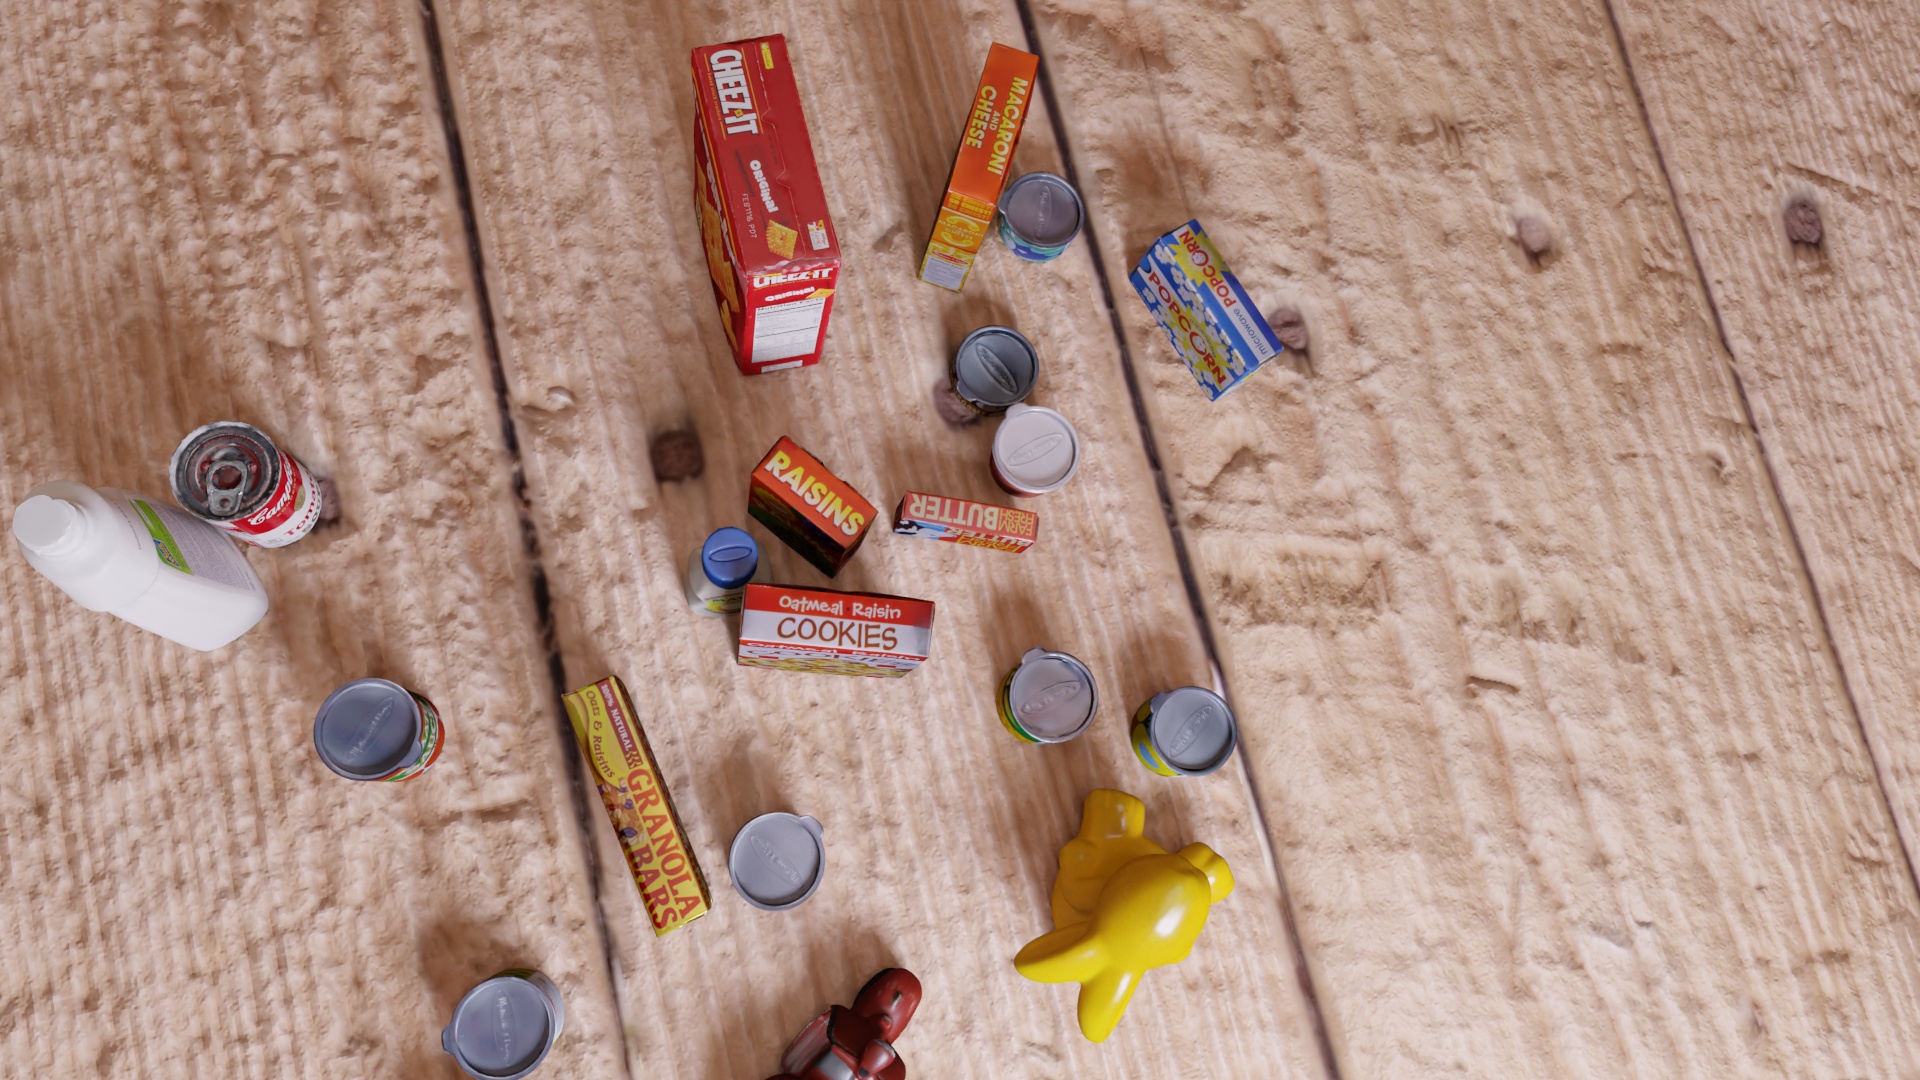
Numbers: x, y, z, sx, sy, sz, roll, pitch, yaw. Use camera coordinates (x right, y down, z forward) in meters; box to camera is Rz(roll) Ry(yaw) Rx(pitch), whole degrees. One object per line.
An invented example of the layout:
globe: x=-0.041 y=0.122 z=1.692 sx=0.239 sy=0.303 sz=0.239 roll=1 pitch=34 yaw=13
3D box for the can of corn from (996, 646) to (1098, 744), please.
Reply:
can of corn: x=0.062 y=0.116 z=1.030 sx=0.071 sy=0.058 sz=0.071 roll=2 pitch=78 yaw=-9

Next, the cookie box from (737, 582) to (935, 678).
cookie box: x=-0.090 y=0.065 z=0.959 sx=0.123 sy=0.167 sz=0.040 roll=6 pitch=78 yaw=-8

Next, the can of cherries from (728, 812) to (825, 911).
can of cherries: x=-0.127 y=0.223 z=0.976 sx=0.071 sy=0.058 sz=0.071 roll=2 pitch=78 yaw=-9

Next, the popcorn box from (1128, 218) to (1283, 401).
popcorn box: x=0.193 y=-0.180 z=1.100 sx=0.038 sy=0.085 sz=0.127 roll=-32 pitch=85 yaw=-14

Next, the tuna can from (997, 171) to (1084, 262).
tuna can: x=0.062 y=-0.261 z=1.122 sx=0.071 sy=0.032 sz=0.071 roll=2 pitch=78 yaw=-9

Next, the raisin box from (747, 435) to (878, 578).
raisin box: x=-0.107 y=-0.022 z=0.996 sx=0.086 sy=0.123 sz=0.040 roll=39 pitch=76 yaw=0

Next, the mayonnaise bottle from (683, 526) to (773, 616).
mayonnaise bottle: x=-0.161 y=0.023 z=0.965 sx=0.065 sy=0.147 sz=0.041 roll=-9 pitch=81 yaw=-11

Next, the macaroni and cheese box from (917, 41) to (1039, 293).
macaroni and cheese box: x=0.012 y=-0.276 z=1.048 sx=0.040 sy=0.166 sz=0.124 roll=17 pitch=77 yaw=-6

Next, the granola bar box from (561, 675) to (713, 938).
granola bar box: x=-0.215 y=0.177 z=0.936 sx=0.039 sy=0.124 sz=0.165 roll=-22 pitch=83 yaw=-13

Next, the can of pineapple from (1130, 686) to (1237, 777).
can of pineapple: x=0.165 y=0.143 z=1.042 sx=0.071 sy=0.057 sz=0.071 roll=2 pitch=78 yaw=-9

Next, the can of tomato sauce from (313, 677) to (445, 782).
can of tomato sauce: x=-0.388 y=0.130 z=0.938 sx=0.071 sy=0.083 sz=0.071 roll=2 pitch=78 yaw=-9

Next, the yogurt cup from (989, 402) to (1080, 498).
yogurt cup: x=0.054 y=-0.064 z=1.069 sx=0.072 sy=0.054 sz=0.072 roll=2 pitch=78 yaw=-9

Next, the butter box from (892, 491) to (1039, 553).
butter box: x=0.004 y=-0.013 z=1.050 sx=0.103 sy=0.053 sz=0.024 roll=9 pitch=78 yaw=-8

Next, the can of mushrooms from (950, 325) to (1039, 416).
can of mushrooms: x=0.024 y=-0.131 z=1.088 sx=0.071 sy=0.033 sz=0.071 roll=2 pitch=78 yaw=-9

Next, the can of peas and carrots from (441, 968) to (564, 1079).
can of peas and carrots: x=-0.303 y=0.322 z=0.925 sx=0.071 sy=0.058 sz=0.071 roll=2 pitch=78 yaw=-9
